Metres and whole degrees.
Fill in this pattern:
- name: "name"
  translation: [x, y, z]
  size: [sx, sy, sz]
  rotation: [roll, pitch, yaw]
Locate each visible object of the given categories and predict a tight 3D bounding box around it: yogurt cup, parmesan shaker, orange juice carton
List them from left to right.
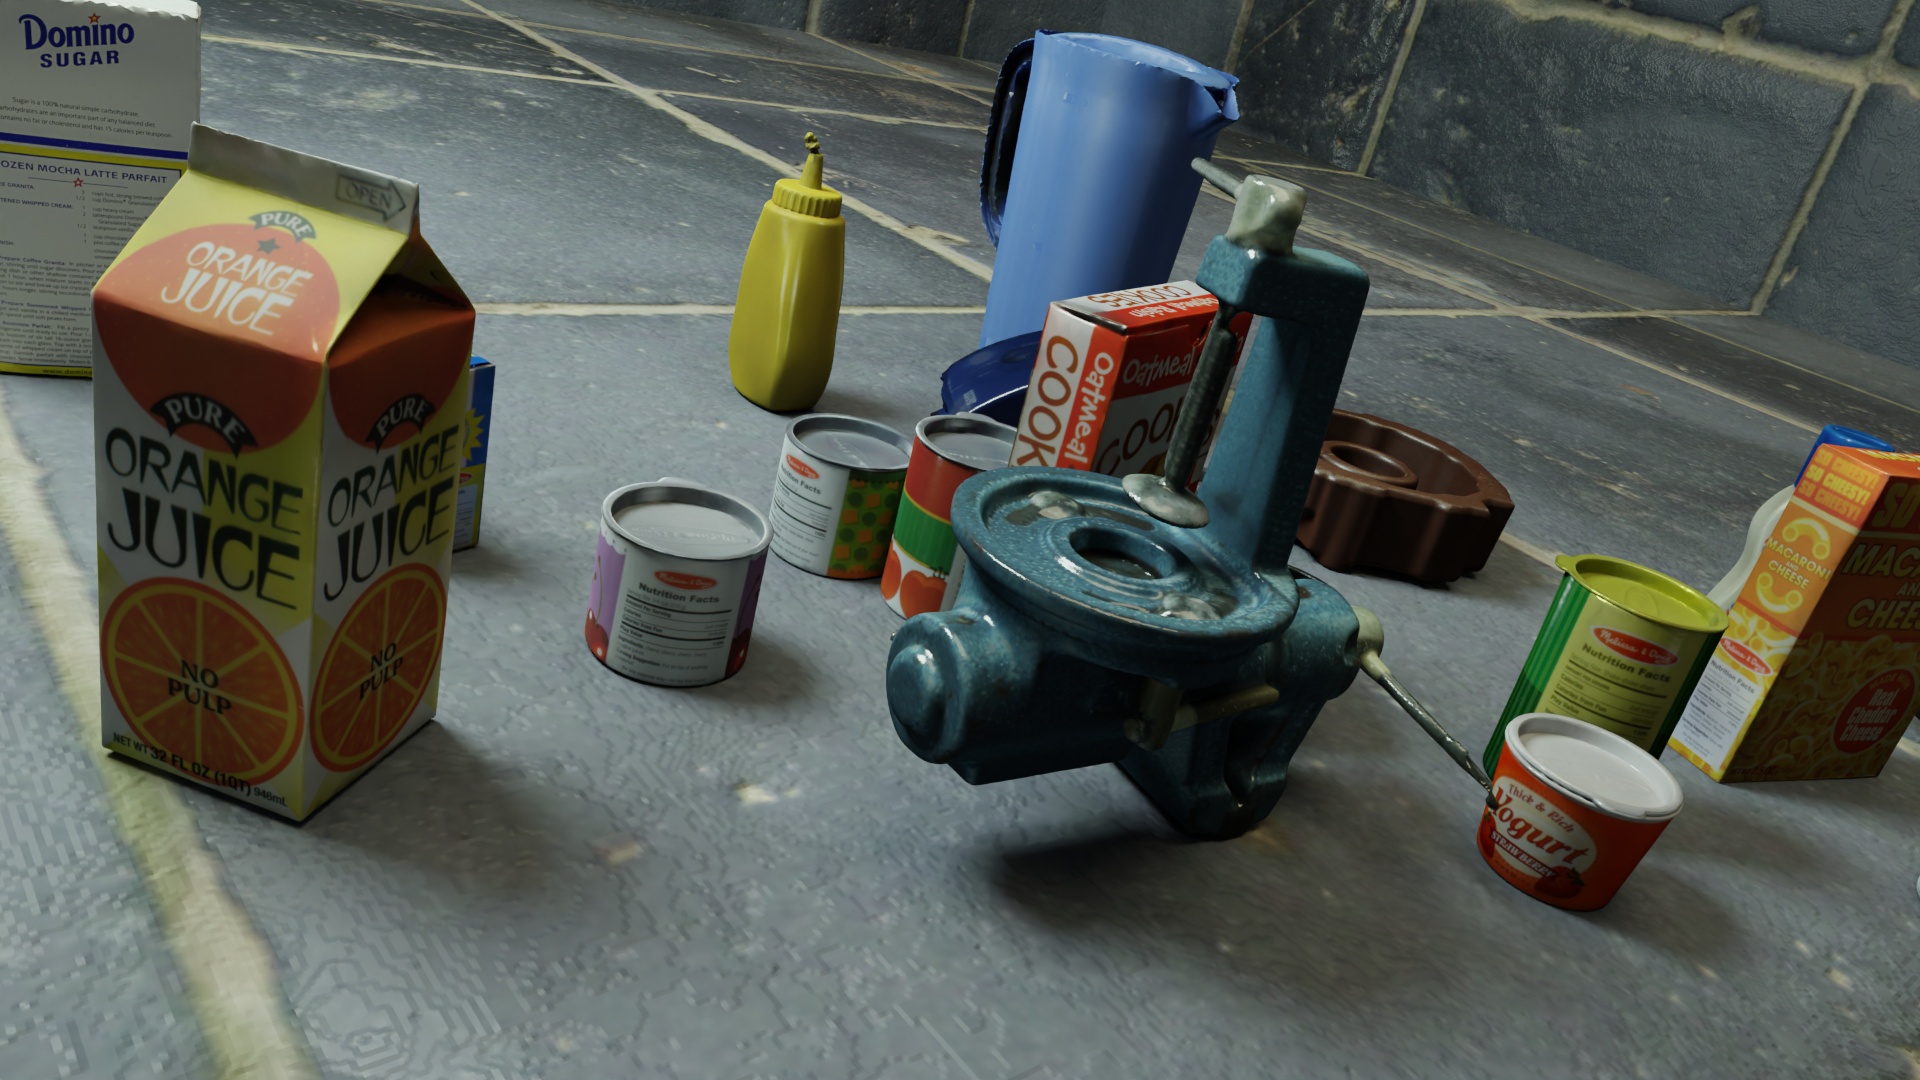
- name: "orange juice carton"
  translation: [-0.201, -0.021, 0.415]
  size: [0.072, 0.191, 0.073]
  rotation: [18, 24, 8]
- name: "yogurt cup"
  translation: [0.242, 0.109, 0.552]
  size: [0.072, 0.053, 0.073]
  rotation: [12, 24, -5]
- name: "parmesan shaker"
  translation: [0.275, 0.065, 0.606]
  size: [0.071, 0.102, 0.071]
  rotation: [12, 24, -5]

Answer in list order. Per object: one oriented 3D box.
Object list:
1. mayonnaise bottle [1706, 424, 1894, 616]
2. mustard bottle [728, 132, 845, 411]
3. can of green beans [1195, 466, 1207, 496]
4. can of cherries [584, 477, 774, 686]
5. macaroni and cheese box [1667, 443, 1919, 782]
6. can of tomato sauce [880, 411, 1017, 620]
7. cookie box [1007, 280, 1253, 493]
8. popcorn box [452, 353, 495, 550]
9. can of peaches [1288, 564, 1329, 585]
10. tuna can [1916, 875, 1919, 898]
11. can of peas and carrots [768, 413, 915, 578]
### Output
- name: "mayonnaise bottle"
  translation: [0.474, 0.009, 0.787]
  size: [0.065, 0.147, 0.041]
  rotation: [23, 25, 19]
- name: "mustard bottle"
  translation: [-0.096, -0.157, 0.813]
  size: [0.049, 0.159, 0.065]
  rotation: [-7, 32, -41]
- name: "can of green beans"
  translation: [0.127, 0.000, 0.720]
  size: [0.071, 0.057, 0.071]
  rotation: [12, 24, -5]
- name: "can of cherries"
  translation: [-0.112, 0.015, 0.551]
  size: [0.071, 0.058, 0.072]
  rotation: [12, 24, -5]
- name: "macaroni and cheese box"
  translation: [0.432, 0.038, 0.676]
  size: [0.124, 0.165, 0.040]
  rotation: [3, 26, -25]
- name: "can of tomato sauce"
  translation: [0.002, -0.008, 0.636]
  size: [0.071, 0.082, 0.071]
  rotation: [12, 24, -5]
- name: "cookie box"
  translation: [0.065, -0.025, 0.606]
  size: [0.040, 0.166, 0.123]
  rotation: [27, 26, 26]
- name: "popcorn box"
  translation: [-0.258, -0.055, 0.591]
  size: [0.127, 0.084, 0.038]
  rotation: [26, 26, 24]
- name: "can of peaches"
  translation: [0.132, 0.047, 0.621]
  size: [0.071, 0.057, 0.071]
  rotation: [12, 24, -5]
- name: "tuna can"
  translation: [0.457, 0.155, 0.599]
  size: [0.071, 0.032, 0.071]
  rotation: [12, 24, -5]
- name: "can of peas and carrots"
  translation: [-0.054, -0.022, 0.665]
  size: [0.071, 0.058, 0.071]
  rotation: [12, 24, -5]
